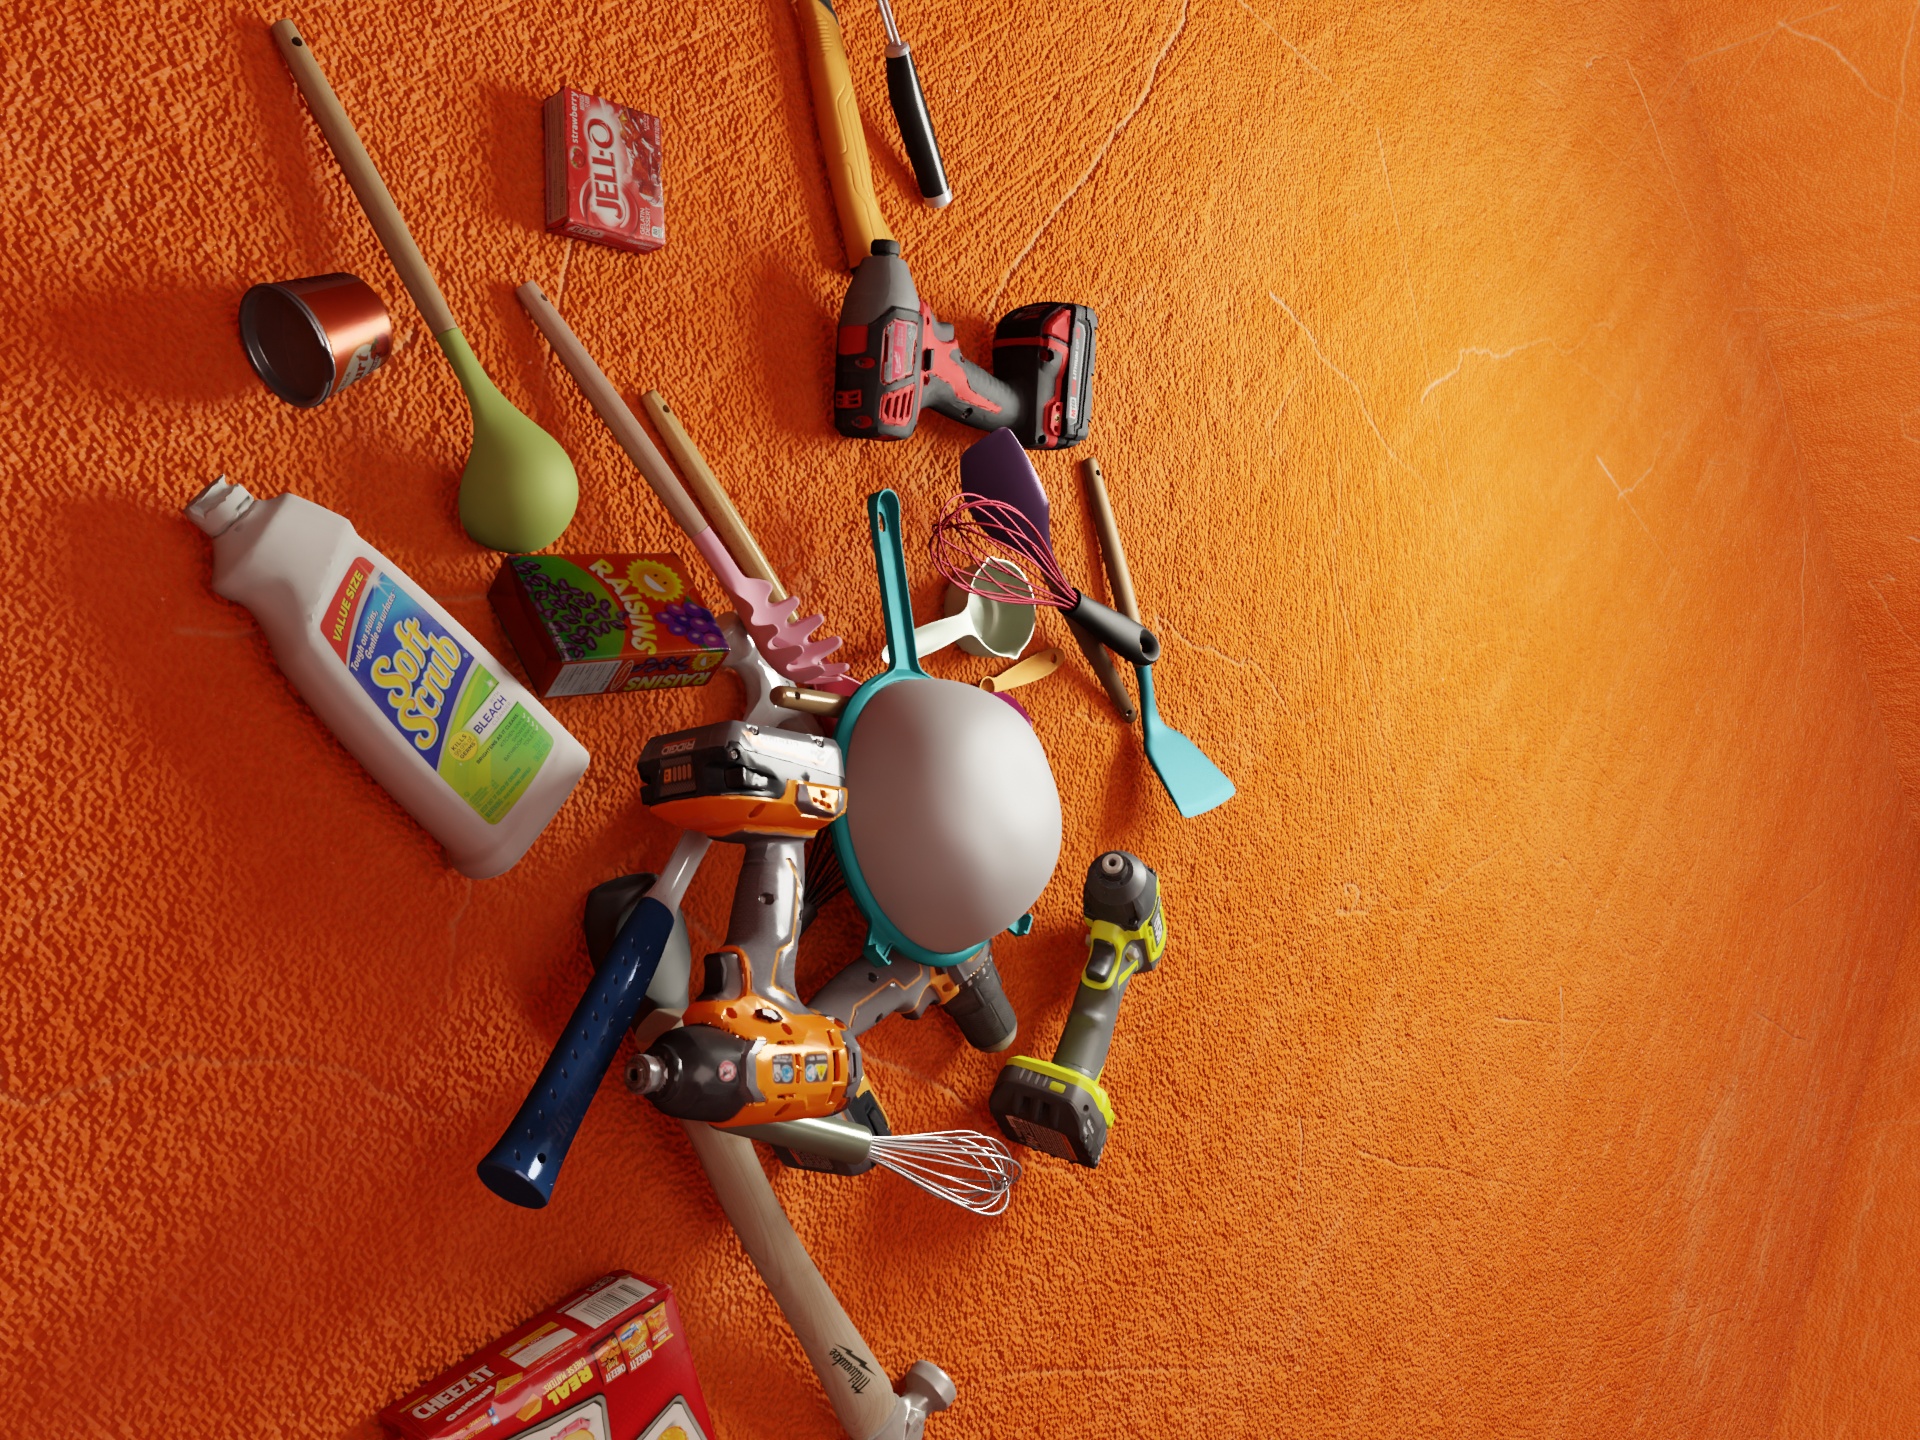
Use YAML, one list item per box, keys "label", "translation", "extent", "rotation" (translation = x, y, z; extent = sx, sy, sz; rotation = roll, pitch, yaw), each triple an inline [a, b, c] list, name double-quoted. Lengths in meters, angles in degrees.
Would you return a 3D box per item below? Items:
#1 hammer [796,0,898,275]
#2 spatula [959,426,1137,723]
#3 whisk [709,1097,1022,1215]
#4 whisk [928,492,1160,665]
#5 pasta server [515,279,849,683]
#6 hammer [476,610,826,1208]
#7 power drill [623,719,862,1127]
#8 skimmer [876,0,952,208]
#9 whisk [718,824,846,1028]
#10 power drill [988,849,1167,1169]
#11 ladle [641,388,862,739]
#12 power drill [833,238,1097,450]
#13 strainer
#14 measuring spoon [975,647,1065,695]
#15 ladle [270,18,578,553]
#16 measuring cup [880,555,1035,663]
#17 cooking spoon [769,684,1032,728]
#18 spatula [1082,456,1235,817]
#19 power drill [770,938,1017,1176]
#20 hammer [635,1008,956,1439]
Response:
- label: "hammer"
  translation: [-0.104, -0.492, 1.155]
  extent: [0.127, 0.034, 0.337]
  rotation: [-20, 101, -45]
- label: "spatula"
  translation: [0.079, -0.104, 1.285]
  extent: [0.060, 0.018, 0.315]
  rotation: [-34, 128, -1]
- label: "whisk"
  translation: [-0.058, 0.273, 1.016]
  extent: [0.246, 0.059, 0.058]
  rotation: [25, 42, -33]
- label: "whisk"
  translation: [0.073, -0.099, 1.233]
  extent: [0.295, 0.073, 0.073]
  rotation: [26, 69, -47]
- label: "pasta server"
  translation: [-0.178, -0.148, 1.023]
  extent: [0.316, 0.040, 0.060]
  rotation: [55, 21, -15]
- label: "hammer"
  translation: [-0.175, 0.111, 0.965]
  extent: [0.144, 0.035, 0.406]
  rotation: [55, 37, -29]
- label: "power drill"
  translation: [-0.131, 0.119, 0.923]
  extent: [0.164, 0.084, 0.226]
  rotation: [13, 70, -54]
- label: "skimmer"
  translation: [-0.037, -0.550, 1.134]
  extent: [0.090, 0.127, 0.362]
  rotation: [-27, 130, -9]
- label: "whisk"
  translation: [-0.111, 0.127, 1.093]
  extent: [0.239, 0.055, 0.055]
  rotation: [-53, 122, -29]
- label: "power drill"
  translation: [0.100, 0.218, 1.236]
  extent: [0.171, 0.080, 0.223]
  rotation: [69, 39, -59]
- label: "ladle"
  translation: [-0.131, -0.089, 1.101]
  extent: [0.315, 0.031, 0.069]
  rotation: [59, 36, -21]
- label: "power drill"
  translation: [0.000, -0.278, 1.205]
  extent: [0.219, 0.079, 0.143]
  rotation: [-2, 98, -42]
- label: "strainer"
  translation: [-0.002, -0.004, 1.103]
  extent: [0.211, 0.095, 0.340]
  rotation: [0, 79, -56]
- label: "measuring spoon"
  translation: [0.048, -0.039, 1.290]
  extent: [0.117, 0.011, 0.021]
  rotation: [-25, 110, -47]
- label: "ladle"
  translation: [-0.317, -0.246, 0.925]
  extent: [0.078, 0.062, 0.320]
  rotation: [-36, 105, -39]
- label: "measuring cup"
  translation: [-0.010, -0.072, 1.214]
  extent: [0.167, 0.038, 0.083]
  rotation: [-25, 104, -41]
- label: "cooking spoon"
  translation: [-0.031, 0.000, 1.165]
  extent: [0.318, 0.017, 0.069]
  rotation: [11, 76, -55]
- label: "spatula"
  translation: [0.159, -0.074, 1.367]
  extent: [0.082, 0.044, 0.317]
  rotation: [-20, 96, -44]
- label: "power drill"
  translation: [-0.049, 0.216, 1.124]
  extent: [0.226, 0.084, 0.185]
  rotation: [-50, 122, -41]
- label: "hammer"
  translation: [-0.121, 0.360, 1.034]
  extent: [0.146, 0.038, 0.410]
  rotation: [-43, 123, -37]
